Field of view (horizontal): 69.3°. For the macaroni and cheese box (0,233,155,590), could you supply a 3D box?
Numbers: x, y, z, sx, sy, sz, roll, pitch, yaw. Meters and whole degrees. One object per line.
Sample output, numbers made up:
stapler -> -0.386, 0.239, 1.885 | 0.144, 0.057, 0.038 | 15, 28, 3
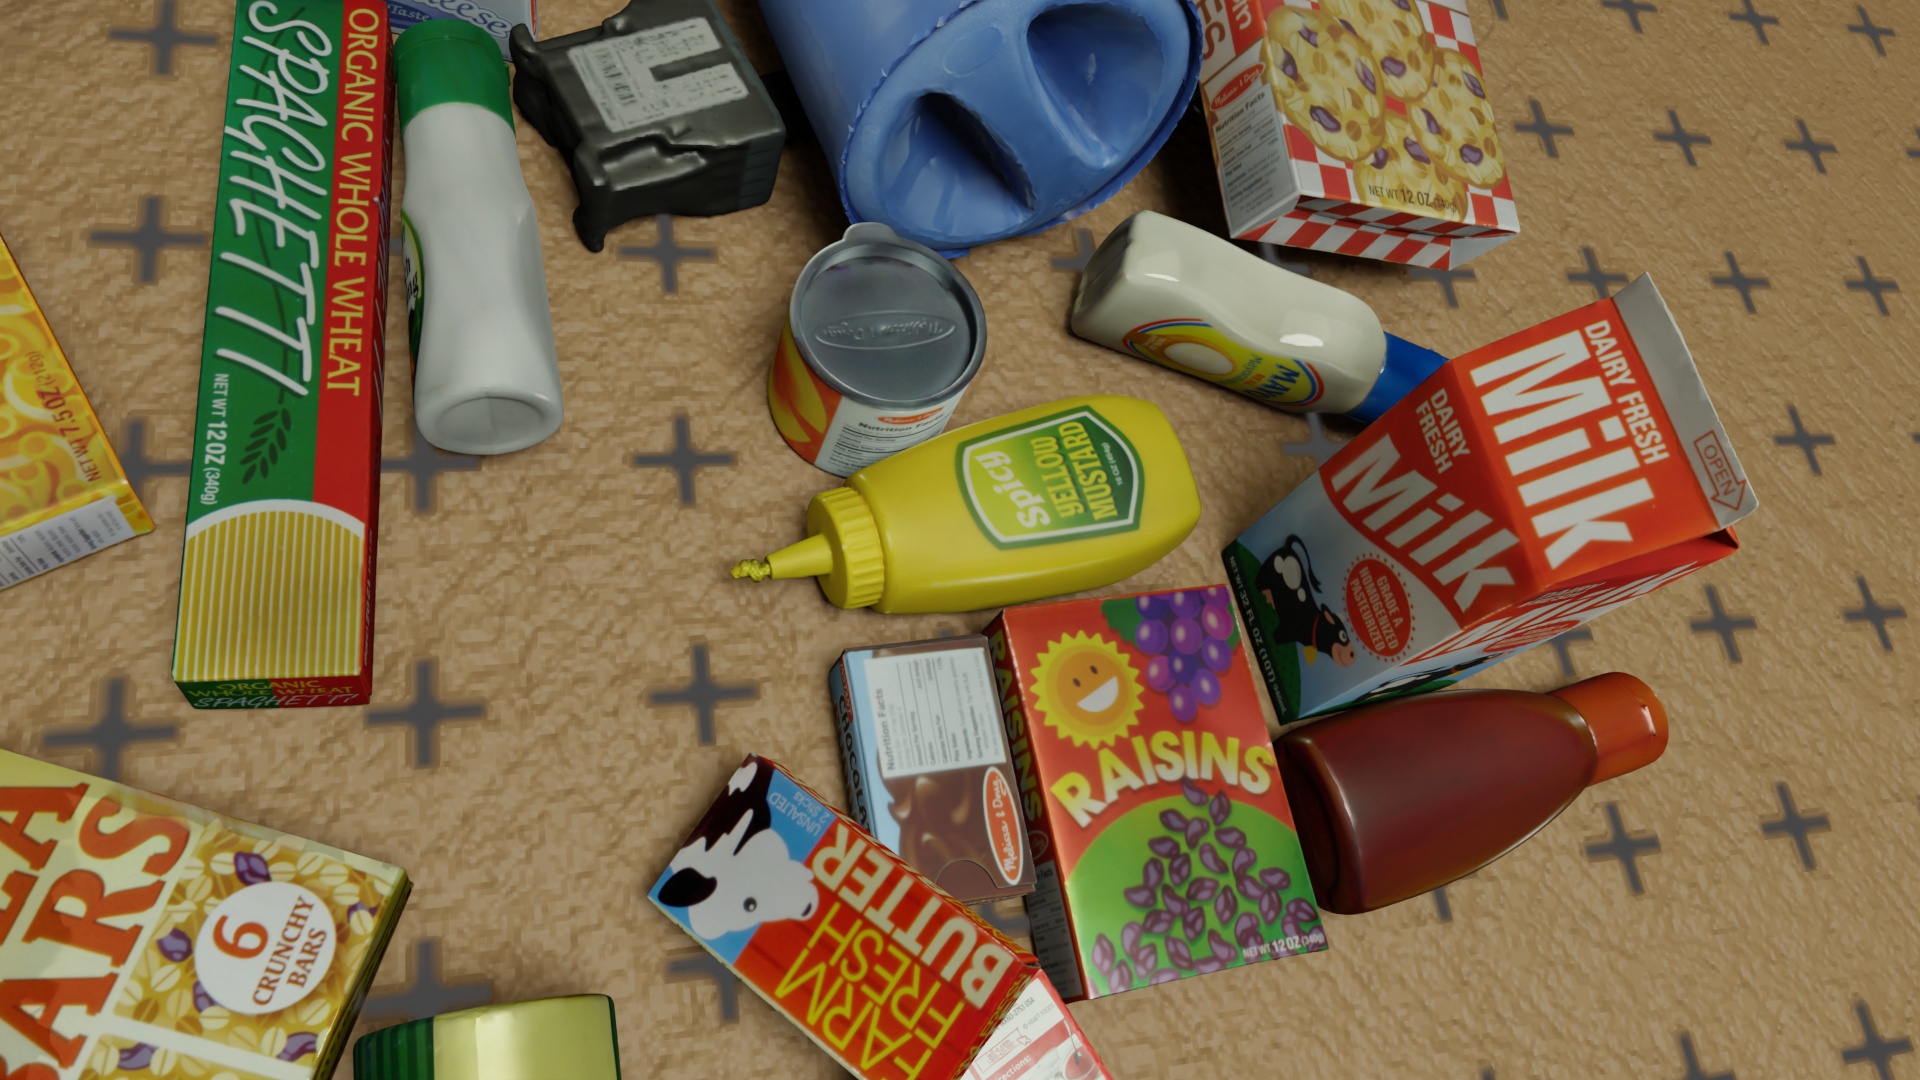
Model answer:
macaroni and cheese box -> -0.336, -0.024, 0.378 | 0.167, 0.040, 0.124 | -28, 78, -26

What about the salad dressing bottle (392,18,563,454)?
salad dressing bottle -> -0.160, -0.102, 0.453 | 0.044, 0.064, 0.148 | -7, 67, -17

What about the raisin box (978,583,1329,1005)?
raisin box -> 0.059, 0.080, 0.454 | 0.086, 0.040, 0.123 | -6, 70, -18

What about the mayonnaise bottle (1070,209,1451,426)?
mayonnaise bottle -> 0.120, -0.077, 0.529 | 0.148, 0.064, 0.041 | 19, 72, -12

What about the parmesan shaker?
parmesan shaker -> -0.113, 0.172, 0.348 | 0.071, 0.071, 0.103 | -4, 68, -18

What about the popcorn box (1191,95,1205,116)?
popcorn box -> 0.138, -0.216, 0.607 | 0.085, 0.038, 0.127 | -38, 82, -27

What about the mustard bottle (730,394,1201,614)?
mustard bottle -> 0.002, -0.006, 0.468 | 0.161, 0.048, 0.065 | -14, 71, -22

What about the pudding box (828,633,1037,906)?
pudding box -> -0.011, 0.075, 0.440 | 0.050, 0.030, 0.084 | -4, 69, -20

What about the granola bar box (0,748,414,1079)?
granola bar box -> -0.228, 0.143, 0.338 | 0.124, 0.039, 0.166 | 19, 63, -8

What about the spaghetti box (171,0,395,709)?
spaghetti box -> -0.211, -0.071, 0.443 | 0.050, 0.028, 0.251 | 0, 68, -18

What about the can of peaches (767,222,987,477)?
can of peaches -> -0.030, -0.064, 0.478 | 0.071, 0.057, 0.071 | 6, 66, -14

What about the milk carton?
milk carton -> 0.164, -0.005, 0.437 | 0.073, 0.189, 0.072 | -9, 70, -20

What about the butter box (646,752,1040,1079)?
butter box -> -0.034, 0.110, 0.393 | 0.103, 0.024, 0.053 | 32, 81, 23

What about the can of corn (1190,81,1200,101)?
can of corn -> 0.072, -0.200, 0.564 | 0.058, 0.071, 0.071 | -40, 83, -26

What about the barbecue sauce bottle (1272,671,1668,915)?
barbecue sauce bottle -> 0.182, 0.080, 0.488 | 0.149, 0.043, 0.065 | -12, 82, -22

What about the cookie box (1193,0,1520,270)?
cookie box -> 0.147, -0.195, 0.539 | 0.123, 0.040, 0.167 | 0, 75, -32

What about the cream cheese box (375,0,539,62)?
cream cheese box -> -0.203, -0.206, 0.490 | 0.104, 0.053, 0.024 | 11, 67, -12
